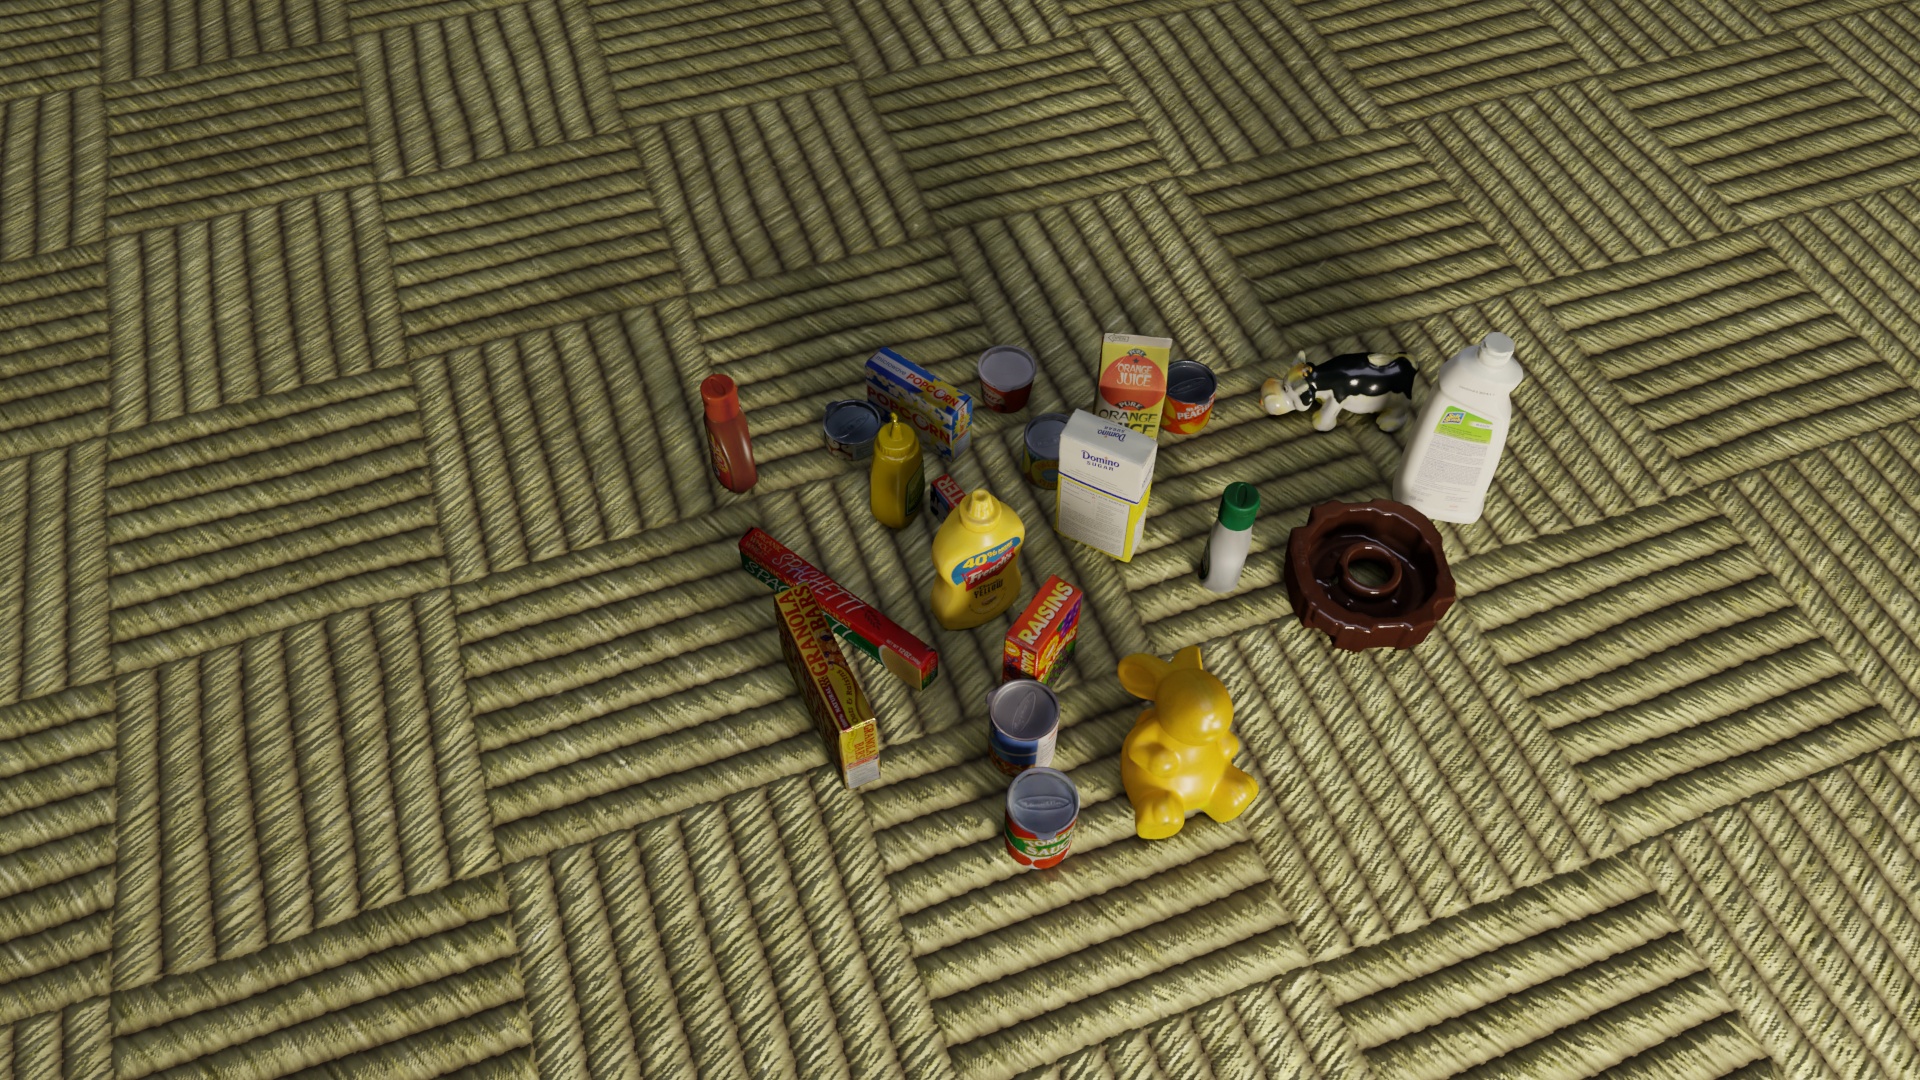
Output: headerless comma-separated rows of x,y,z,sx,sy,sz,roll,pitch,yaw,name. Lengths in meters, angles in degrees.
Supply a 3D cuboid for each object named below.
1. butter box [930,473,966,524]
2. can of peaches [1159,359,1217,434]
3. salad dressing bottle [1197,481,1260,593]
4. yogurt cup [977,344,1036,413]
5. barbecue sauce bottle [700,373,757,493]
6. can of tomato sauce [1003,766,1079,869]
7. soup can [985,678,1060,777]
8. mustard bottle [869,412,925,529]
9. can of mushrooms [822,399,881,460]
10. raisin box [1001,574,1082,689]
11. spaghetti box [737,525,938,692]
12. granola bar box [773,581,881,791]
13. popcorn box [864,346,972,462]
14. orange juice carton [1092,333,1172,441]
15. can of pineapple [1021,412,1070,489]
0.005,-0.019,1.486,0.024,0.052,0.104,-29,60,-20,butter box
0.258,-0.162,1.589,0.071,0.057,0.071,0,55,-1,can of peaches
0.276,-0.003,1.422,0.044,0.147,0.064,12,56,7,salad dressing bottle
0.053,-0.184,1.603,0.072,0.053,0.073,0,55,-1,yogurt cup
-0.251,-0.117,1.493,0.044,0.147,0.065,-28,60,-19,barbecue sauce bottle
0.074,0.257,1.274,0.071,0.082,0.071,0,55,-1,can of tomato sauce
0.057,0.179,1.328,0.071,0.083,0.072,0,55,-1,soup can
-0.067,-0.078,1.461,0.049,0.159,0.065,21,57,13,mustard bottle
-0.123,-0.126,1.572,0.071,0.033,0.071,1,55,-1,can of mushrooms
0.079,0.103,1.359,0.040,0.122,0.086,30,60,18,raisin box
-0.128,0.068,1.424,0.250,0.050,0.029,33,61,20,spaghetti box
-0.128,0.141,1.328,0.039,0.123,0.166,-21,58,-15,granola bar box
-0.048,-0.153,1.561,0.127,0.084,0.038,32,61,20,popcorn box
0.182,-0.155,1.501,0.072,0.191,0.073,6,55,3,orange juice carton
0.102,-0.097,1.540,0.071,0.057,0.071,0,55,-1,can of pineapple
